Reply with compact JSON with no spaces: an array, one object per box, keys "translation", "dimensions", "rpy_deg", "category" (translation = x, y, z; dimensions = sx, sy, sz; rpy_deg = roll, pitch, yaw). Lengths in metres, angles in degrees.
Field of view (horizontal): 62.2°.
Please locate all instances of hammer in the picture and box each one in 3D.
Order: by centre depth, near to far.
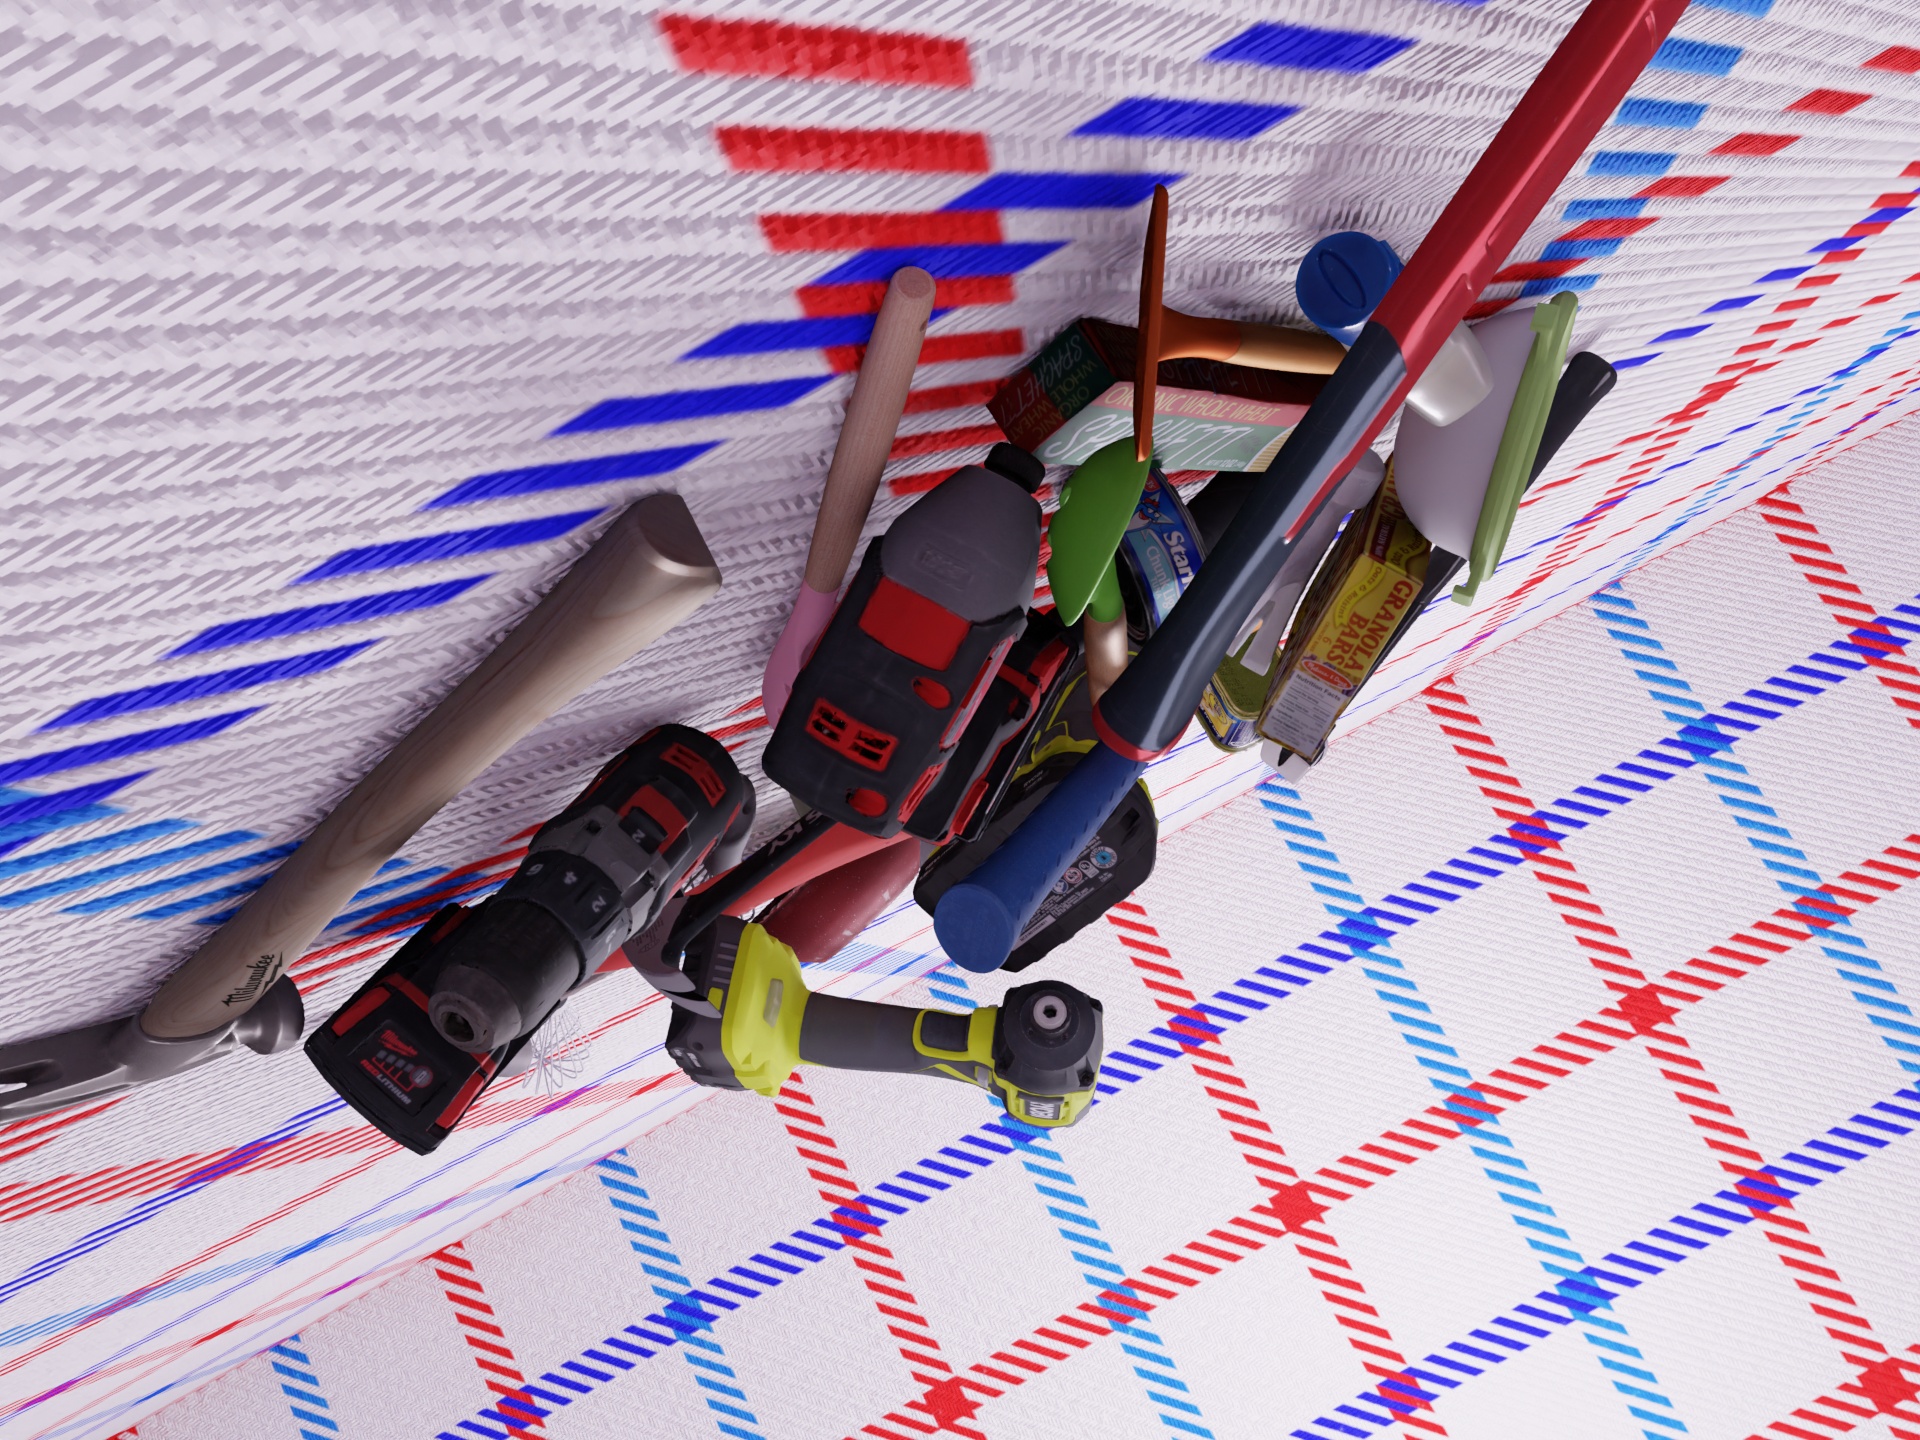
[{"translation":[0.138,-0.123,0.535],"dimensions":[0.143,0.038,0.386],"rpy_deg":[-17,147,-46],"category":"hammer"},{"translation":[-0.234,0.047,0.598],"dimensions":[0.410,0.038,0.146],"rpy_deg":[-37,165,31],"category":"hammer"},{"translation":[0.101,-0.007,0.760],"dimensions":[0.405,0.035,0.144],"rpy_deg":[-43,162,-48],"category":"hammer"},{"translation":[-0.001,-0.003,0.788],"dimensions":[0.409,0.036,0.149],"rpy_deg":[-38,-156,-1],"category":"hammer"},{"translation":[-0.176,0.119,0.902],"dimensions":[0.359,0.037,0.149],"rpy_deg":[-28,155,16],"category":"hammer"},{"translation":[0.307,-0.093,1.038],"dimensions":[0.334,0.035,0.146],"rpy_deg":[-55,167,17],"category":"hammer"}]

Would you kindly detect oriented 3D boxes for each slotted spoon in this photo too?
[{"translation":[0.059,-0.038,0.660],"dimensions":[0.313,0.031,0.070],"rpy_deg":[67,43,-74],"category":"slotted spoon"}]

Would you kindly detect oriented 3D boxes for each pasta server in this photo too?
[{"translation":[-0.041,-0.062,0.595],"dimensions":[0.060,0.040,0.316],"rpy_deg":[-59,180,-26],"category":"pasta server"}]

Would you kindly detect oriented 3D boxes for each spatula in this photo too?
[{"translation":[0.117,-0.143,0.609],"dimensions":[0.041,0.081,0.322],"rpy_deg":[9,-166,29],"category":"spatula"}]

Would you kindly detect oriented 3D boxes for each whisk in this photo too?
[{"translation":[-0.140,0.081,0.952],"dimensions":[0.055,0.055,0.238],"rpy_deg":[-25,163,-21],"category":"whisk"},{"translation":[-0.282,0.200,1.094],"dimensions":[0.070,0.070,0.284],"rpy_deg":[-24,163,-26],"category":"whisk"}]

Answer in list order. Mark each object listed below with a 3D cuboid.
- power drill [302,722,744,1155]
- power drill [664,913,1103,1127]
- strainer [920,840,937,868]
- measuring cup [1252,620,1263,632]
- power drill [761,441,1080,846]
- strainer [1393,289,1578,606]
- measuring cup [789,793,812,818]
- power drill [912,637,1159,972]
[{"translation":[-0.203,0.109,0.706],"dimensions":[0.226,0.080,0.188],"rpy_deg":[-40,-171,35],"category":"power drill"},{"translation":[-0.035,0.164,0.852],"dimensions":[0.223,0.080,0.171],"rpy_deg":[7,157,6],"category":"power drill"},{"translation":[0.038,0.067,1.188],"dimensions":[0.211,0.095,0.340],"rpy_deg":[-30,170,3],"category":"strainer"},{"translation":[0.159,-0.083,0.942],"dimensions":[0.095,0.052,0.173],"rpy_deg":[-32,170,13],"category":"measuring cup"},{"translation":[-0.007,-0.022,0.626],"dimensions":[0.143,0.078,0.219],"rpy_deg":[-61,173,-4],"category":"power drill"},{"translation":[0.285,-0.171,0.869],"dimensions":[0.256,0.069,0.151],"rpy_deg":[-43,146,-59],"category":"strainer"},{"translation":[-0.087,0.053,0.956],"dimensions":[0.083,0.038,0.167],"rpy_deg":[-19,163,-42],"category":"measuring cup"},{"translation":[0.044,0.036,0.910],"dimensions":[0.190,0.080,0.229],"rpy_deg":[-41,-165,26],"category":"power drill"}]
